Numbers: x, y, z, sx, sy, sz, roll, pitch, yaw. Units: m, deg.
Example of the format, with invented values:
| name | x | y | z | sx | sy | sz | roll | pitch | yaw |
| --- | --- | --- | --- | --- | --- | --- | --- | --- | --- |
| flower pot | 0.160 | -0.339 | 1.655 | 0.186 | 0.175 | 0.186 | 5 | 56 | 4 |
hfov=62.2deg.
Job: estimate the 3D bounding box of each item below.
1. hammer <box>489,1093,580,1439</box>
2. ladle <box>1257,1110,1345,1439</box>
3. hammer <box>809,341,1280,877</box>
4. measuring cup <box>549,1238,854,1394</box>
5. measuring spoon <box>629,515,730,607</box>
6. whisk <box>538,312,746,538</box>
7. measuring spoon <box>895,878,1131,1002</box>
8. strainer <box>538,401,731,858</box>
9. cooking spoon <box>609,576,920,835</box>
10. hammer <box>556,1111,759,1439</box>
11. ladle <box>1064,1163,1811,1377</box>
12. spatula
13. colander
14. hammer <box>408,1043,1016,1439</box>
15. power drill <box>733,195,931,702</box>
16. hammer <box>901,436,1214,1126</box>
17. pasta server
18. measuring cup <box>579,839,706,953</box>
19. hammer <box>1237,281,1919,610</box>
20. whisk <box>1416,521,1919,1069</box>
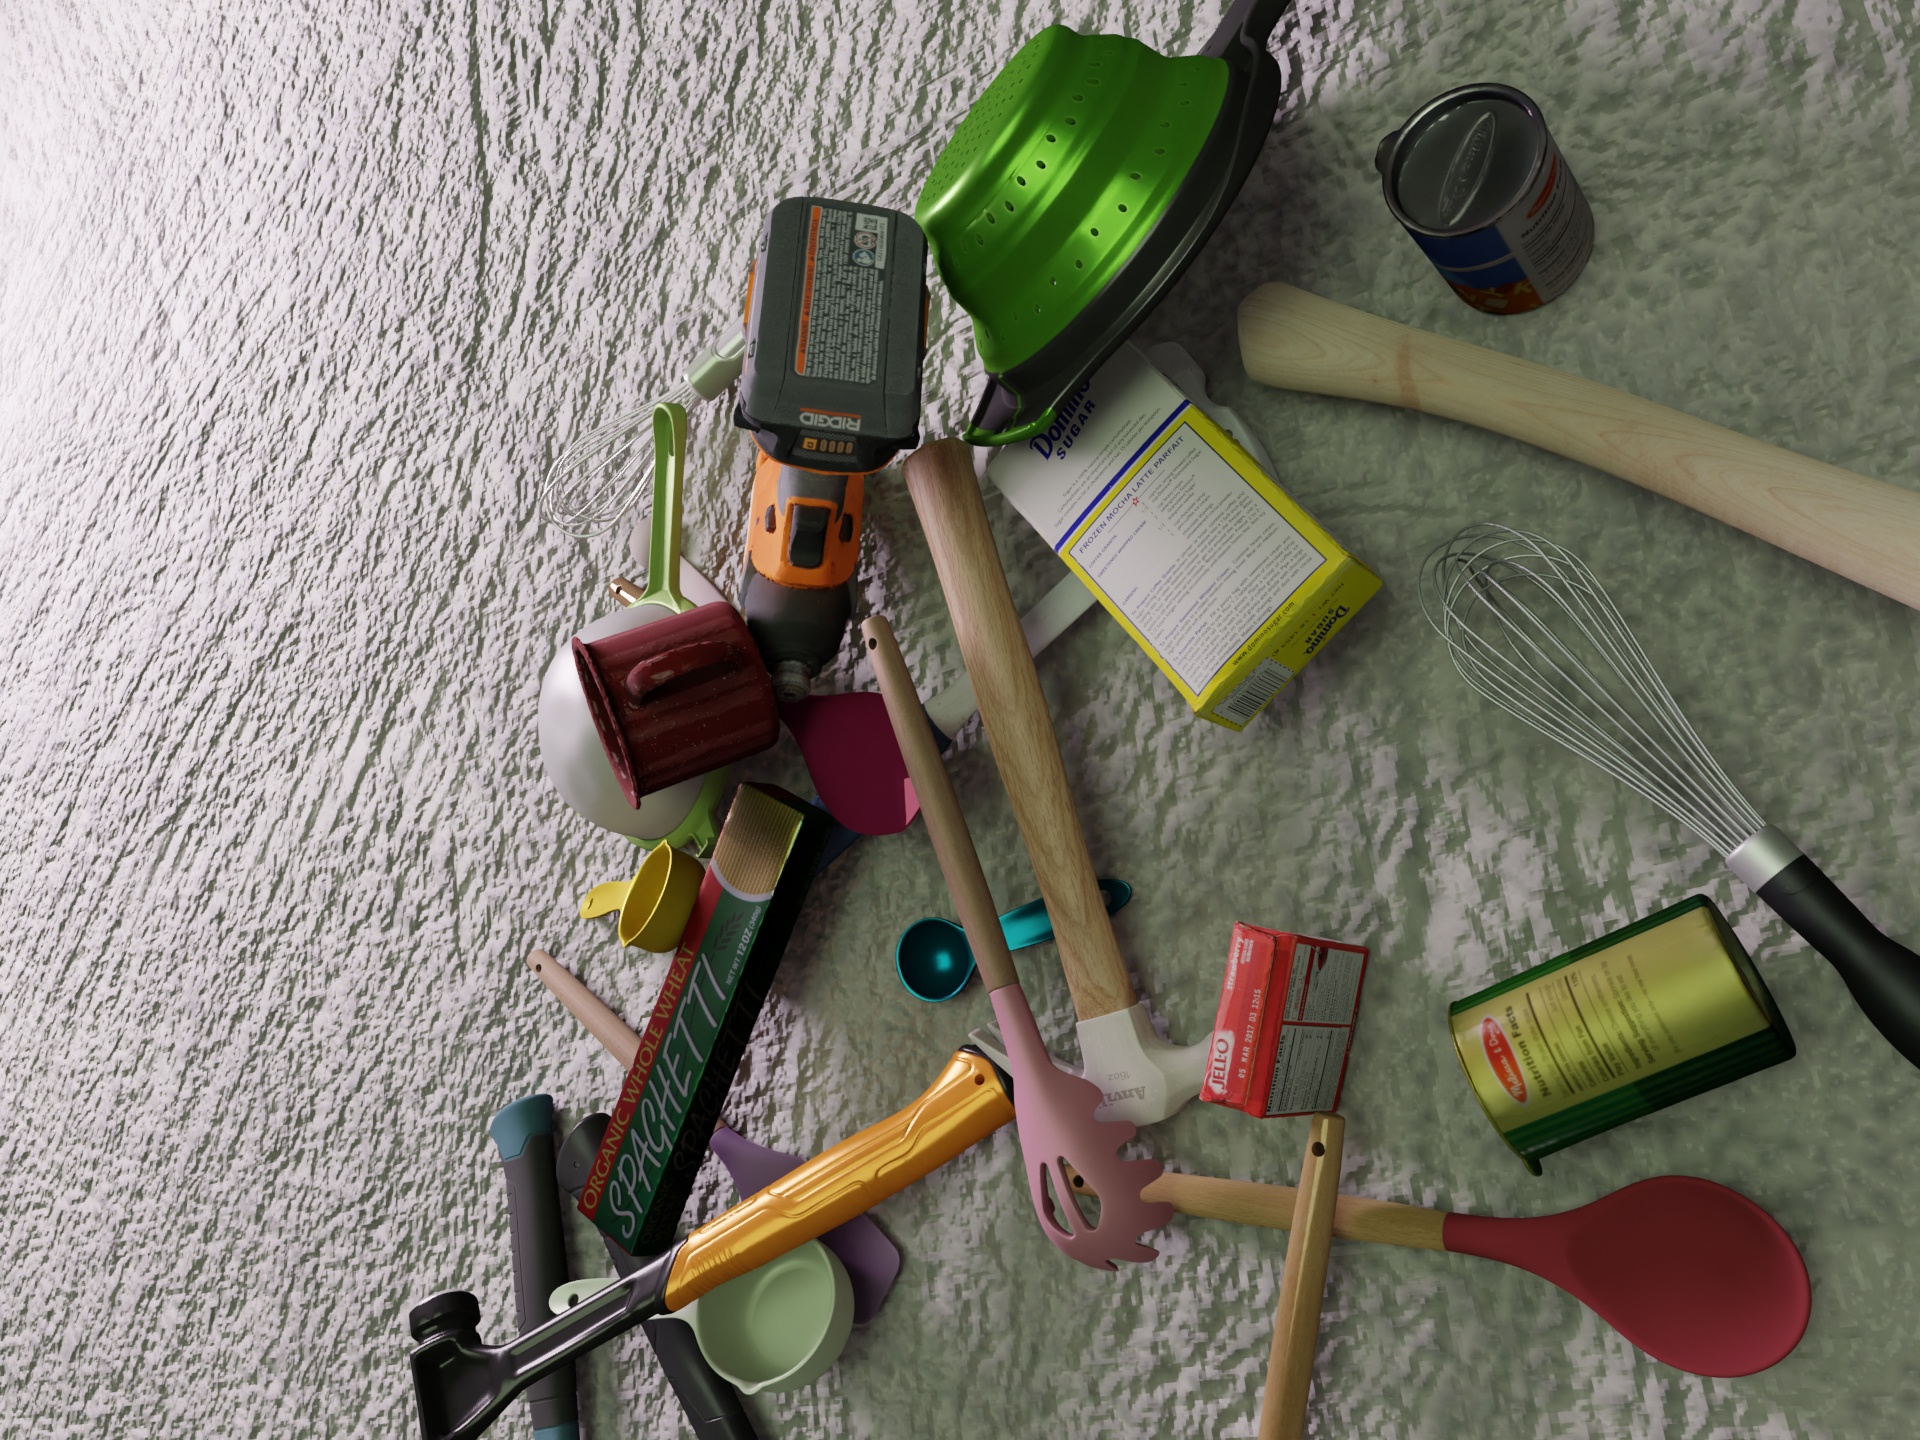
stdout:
| name | x | y | z | sx | sy | sz | roll | pitch | yaw |
| --- | --- | --- | --- | --- | --- | --- | --- | --- | --- |
| hammer | -0.227 | 0.377 | 0.883 | 0.128 | 0.033 | 0.331 | -24 | 67 | 29 |
| ladle | 0.118 | 0.317 | 0.633 | 0.078 | 0.062 | 0.320 | 8 | 87 | 35 |
| hammer | -0.001 | -0.003 | 0.811 | 0.405 | 0.035 | 0.144 | -43 | 59 | 19 |
| measuring cup | -0.129 | 0.295 | 0.797 | 0.167 | 0.038 | 0.083 | -8 | 56 | 23 |
| measuring spoon | -0.165 | -0.082 | 0.951 | 0.034 | 0.018 | 0.124 | -52 | 57 | 14 |
| whisk | -0.165 | -0.197 | 0.961 | 0.246 | 0.059 | 0.058 | -39 | 72 | 16 |
| measuring spoon | 0.028 | 0.104 | 0.783 | 0.128 | 0.021 | 0.042 | -22 | 77 | 19 |
| strainer | -0.191 | -0.052 | 0.892 | 0.152 | 0.069 | 0.256 | 11 | 99 | 47 |
| cooking spoon | -0.116 | -0.022 | 0.876 | 0.319 | 0.017 | 0.069 | 32 | 95 | 44 |
| hammer | -0.127 | 0.347 | 0.821 | 0.146 | 0.035 | 0.335 | -47 | 58 | 18 |
| ladle | 0.173 | 0.207 | 0.651 | 0.315 | 0.031 | 0.069 | -3 | 78 | 36 |
| spatula | -0.149 | 0.216 | 0.875 | 0.316 | 0.018 | 0.060 | 34 | 101 | 34 |
| colander | 0.087 | -0.318 | 0.744 | 0.397 | 0.094 | 0.204 | -58 | 19 | -4 |
| hammer | -0.113 | 0.261 | 0.763 | 0.337 | 0.034 | 0.127 | -31 | 50 | 4 |
| power drill | -0.070 | -0.120 | 0.777 | 0.084 | 0.226 | 0.164 | 6 | 63 | -8 |
| hammer | 0.032 | 0.026 | 0.745 | 0.130 | 0.031 | 0.331 | -22 | 80 | 28 |
| pasta server | 0.014 | 0.096 | 0.724 | 0.060 | 0.040 | 0.316 | -28 | 73 | 27 |
| measuring cup | -0.182 | 0.104 | 0.897 | 0.156 | 0.029 | 0.062 | -17 | 51 | 60 |
| hammer | 0.281 | -0.114 | 0.629 | 0.146 | 0.038 | 0.411 | -48 | 50 | -10 |
| whisk | 0.278 | 0.028 | 0.601 | 0.070 | 0.070 | 0.285 | -46 | 63 | 18 |
